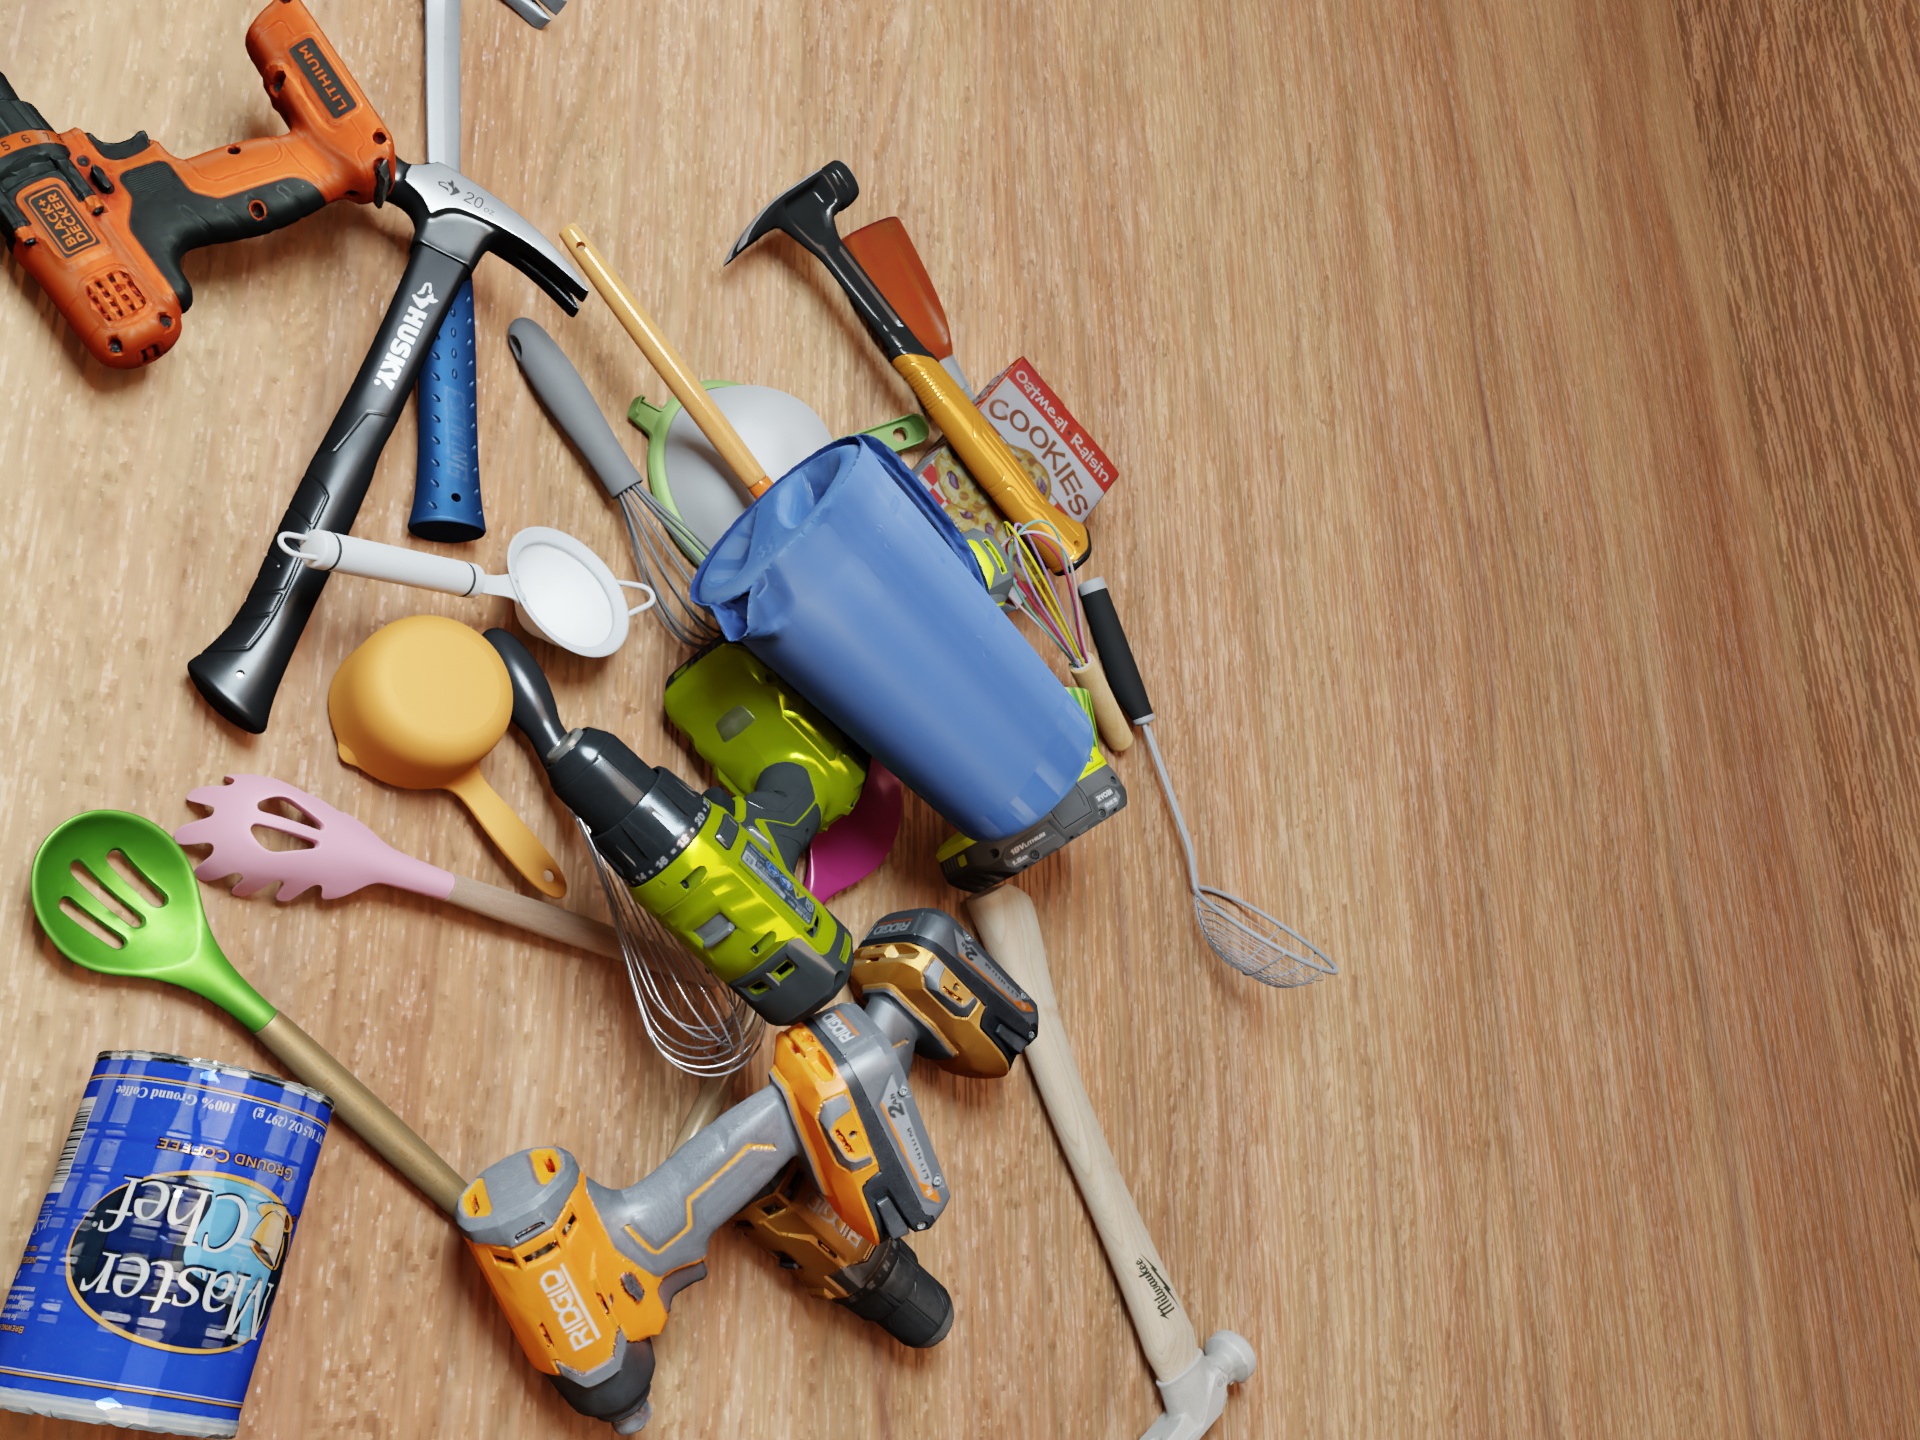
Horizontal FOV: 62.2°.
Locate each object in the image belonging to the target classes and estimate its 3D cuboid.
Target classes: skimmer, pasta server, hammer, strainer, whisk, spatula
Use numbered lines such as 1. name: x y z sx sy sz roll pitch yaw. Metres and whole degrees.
1. skimmer: 0.196 0.046 1.276 0.127 0.090 0.363 -9 78 -78
2. pasta server: -0.257 0.099 0.859 0.316 0.040 0.060 28 58 -40
3. hammer: -0.023 -0.236 1.137 0.336 0.034 0.127 50 52 -13
4. strainer: -0.263 -0.075 0.861 0.258 0.050 0.087 9 54 -63
5. whisk: -0.196 0.070 0.885 0.070 0.070 0.285 -25 81 -46
6. hammer: -0.301 -0.300 0.945 0.144 0.035 0.406 8 71 -43
7. hammer: -0.315 -0.148 0.845 0.146 0.035 0.335 24 67 -21
8. strainer: -0.092 -0.181 1.084 0.256 0.069 0.151 -29 97 -44
9. hammer: 0.087 0.313 1.115 0.146 0.038 0.410 -24 93 -45
10. whisk: -0.206 -0.143 0.981 0.055 0.055 0.239 -39 100 -44
11. spatula: -0.142 -0.167 0.985 0.081 0.041 0.322 -38 102 -6
12. whisk: 0.083 -0.061 1.192 0.051 0.047 0.244 -53 137 -22

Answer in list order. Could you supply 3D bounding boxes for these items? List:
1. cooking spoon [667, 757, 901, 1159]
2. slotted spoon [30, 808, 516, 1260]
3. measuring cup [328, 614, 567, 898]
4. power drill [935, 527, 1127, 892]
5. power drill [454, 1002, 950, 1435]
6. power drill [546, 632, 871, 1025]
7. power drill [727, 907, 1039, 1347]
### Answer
1. cooking spoon: -0.109 0.141 0.993 0.068 0.017 0.319 42 50 -21
2. slotted spoon: -0.320 0.165 0.772 0.313 0.031 0.070 52 47 -21
3. measuring cup: -0.258 0.021 0.849 0.173 0.052 0.095 52 46 -7
4. power drill: -0.002 -0.003 1.083 0.171 0.080 0.223 -29 86 -28
5. power drill: -0.125 0.264 0.831 0.226 0.084 0.164 -25 111 -17
6. power drill: -0.132 0.040 0.893 0.190 0.080 0.229 47 21 -18
7. power drill: -0.035 0.254 0.985 0.185 0.084 0.226 48 53 -22
